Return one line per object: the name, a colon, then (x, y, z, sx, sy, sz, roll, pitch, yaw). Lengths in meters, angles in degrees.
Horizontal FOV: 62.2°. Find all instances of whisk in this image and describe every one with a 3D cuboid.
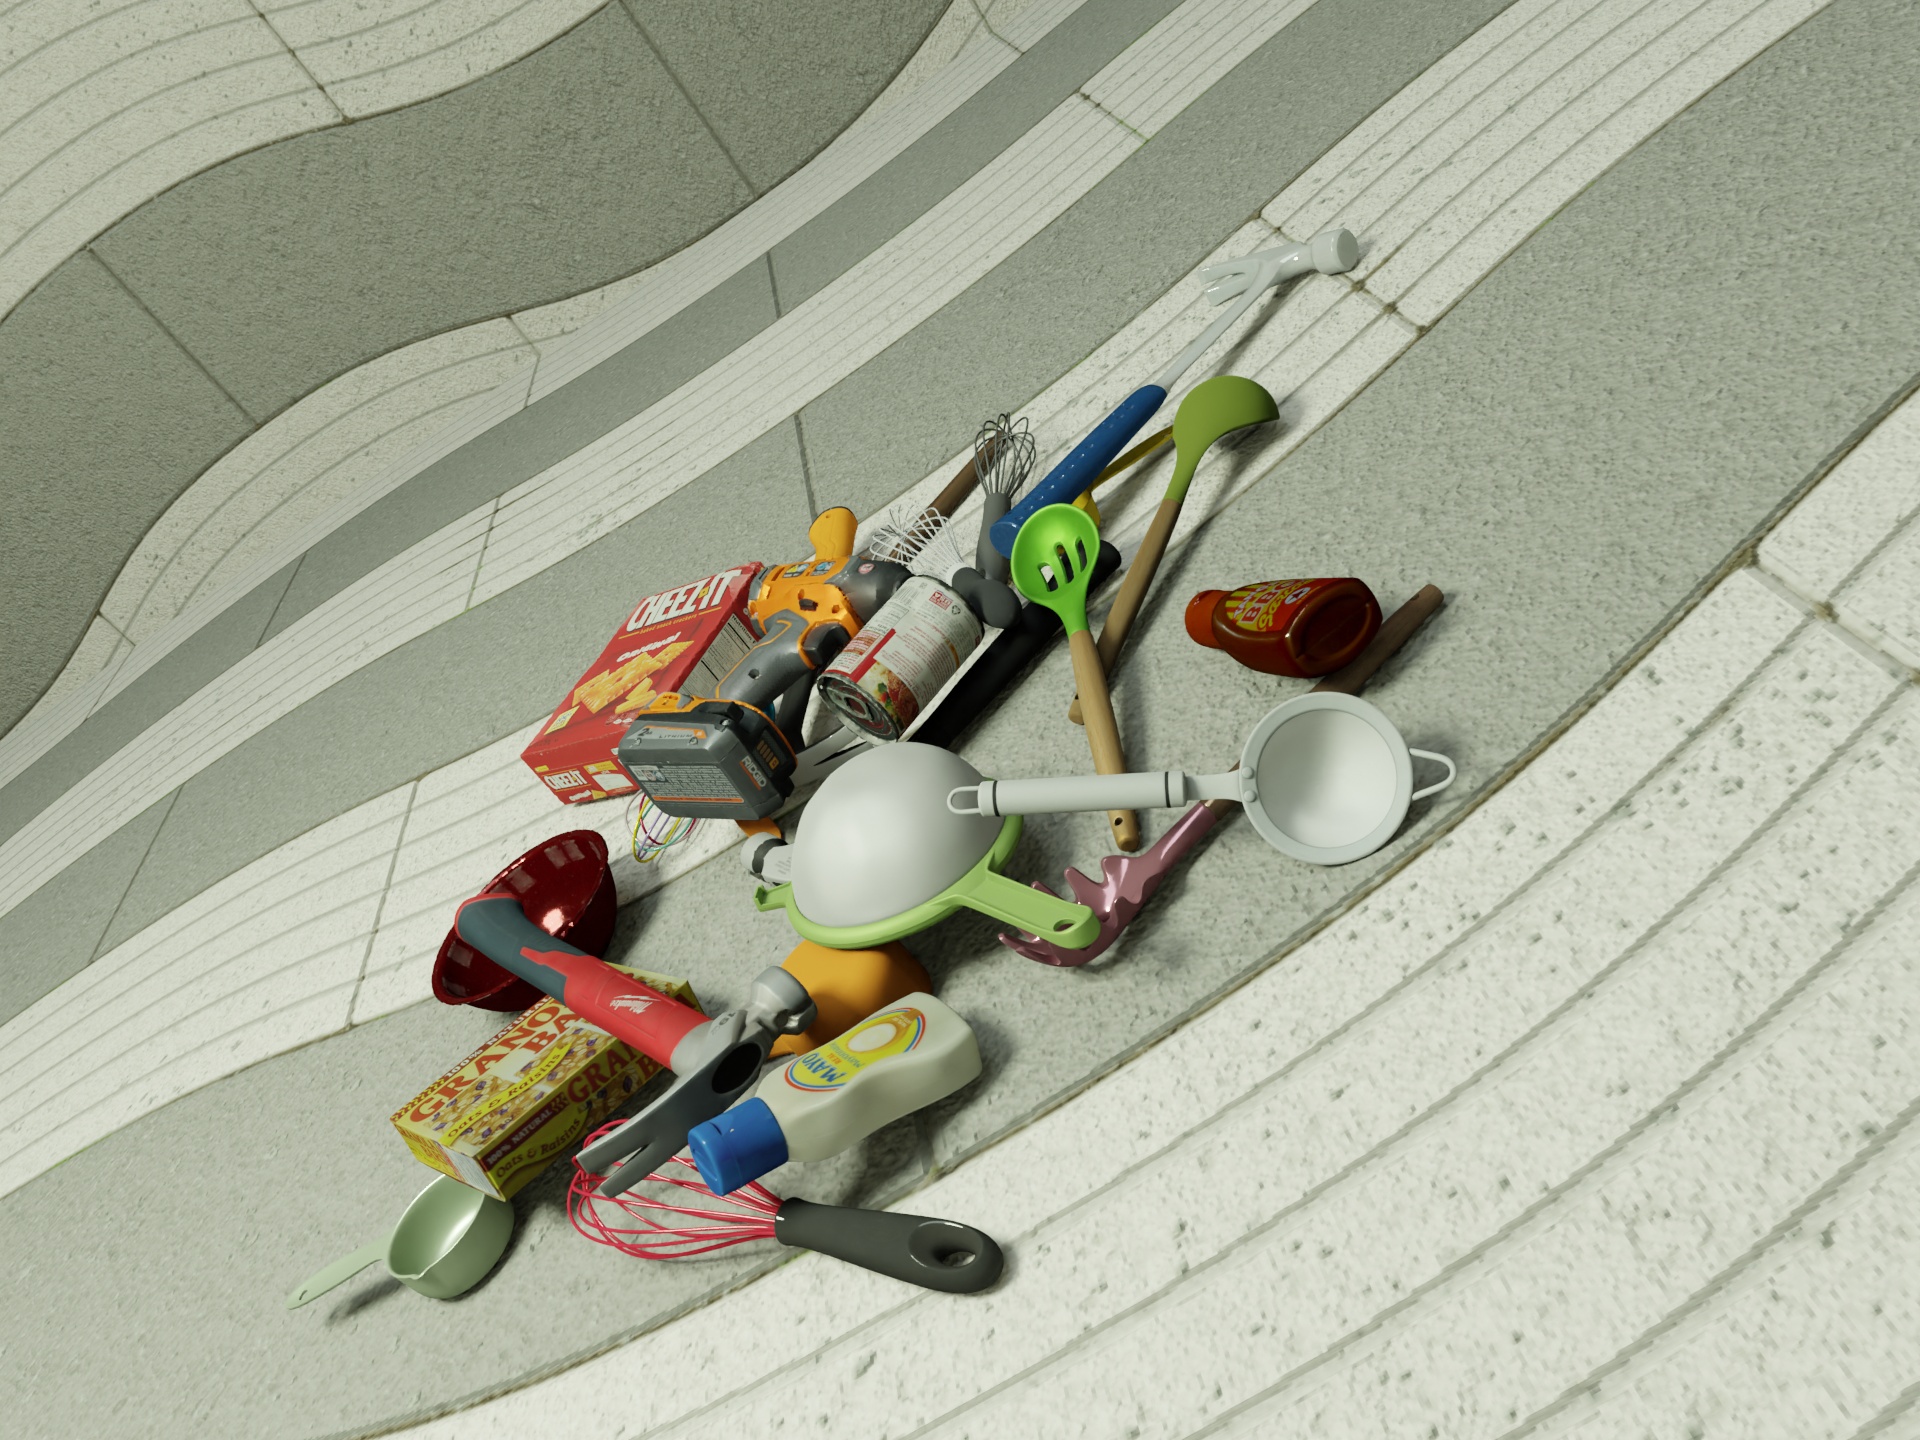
whisk: (-0.007, -0.113, 1.182, 0.070, 0.070, 0.285, -39, 25, -3)
whisk: (-0.197, 0.019, 1.256, 0.051, 0.047, 0.245, -13, 34, 35)
whisk: (0.033, -0.175, 1.281, 0.055, 0.055, 0.239, -23, 36, 24)
whisk: (-0.100, 0.250, 0.805, 0.296, 0.073, 0.073, -2, 44, 38)

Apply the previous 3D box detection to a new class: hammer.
hammer: (0.153, -0.259, 1.240, 0.144, 0.035, 0.405, 3, 43, 50)
hammer: (-0.112, -0.070, 1.268, 0.127, 0.034, 0.337, -20, 36, 21)
hammer: (-0.240, 0.170, 0.963, 0.143, 0.038, 0.386, -41, 27, -26)
hammer: (-0.002, -0.003, 1.080, 0.335, 0.035, 0.146, -48, 30, -18)

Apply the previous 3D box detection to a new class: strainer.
strainer: (-0.016, 0.066, 0.873, 0.151, 0.069, 0.256, -37, 26, -22)
strainer: (0.119, 0.034, 0.819, 0.258, 0.087, 0.050, -4, -5, 12)

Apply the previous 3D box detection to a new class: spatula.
spatula: (-0.056, -0.137, 1.348, 0.060, 0.018, 0.316, 9, 54, 52)

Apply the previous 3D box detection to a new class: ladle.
ladle: (0.143, -0.120, 1.094, 0.078, 0.062, 0.320, -4, 50, 43)

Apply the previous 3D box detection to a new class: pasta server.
pasta server: (0.150, 0.026, 0.865, 0.316, 0.040, 0.060, -42, 24, -11)

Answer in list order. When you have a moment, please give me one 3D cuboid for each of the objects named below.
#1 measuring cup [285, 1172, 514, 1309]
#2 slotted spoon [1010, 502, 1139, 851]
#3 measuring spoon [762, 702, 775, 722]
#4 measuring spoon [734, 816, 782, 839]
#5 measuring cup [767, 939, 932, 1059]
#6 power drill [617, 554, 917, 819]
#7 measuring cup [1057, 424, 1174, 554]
measuring cup: (-0.341, 0.332, 0.971, 0.167, 0.038, 0.083, -30, 30, 17)
slotted spoon: (0.078, -0.034, 1.005, 0.070, 0.031, 0.314, -33, 38, 21)
measuring spoon: (-0.179, 0.020, 1.230, 0.021, 0.042, 0.129, -19, 34, 34)
measuring spoon: (-0.155, 0.073, 1.168, 0.021, 0.011, 0.117, -35, 31, -15)
measuring cup: (-0.102, 0.168, 0.922, 0.173, 0.052, 0.095, -20, 33, 25)
power drill: (-0.122, -0.034, 1.131, 0.164, 0.084, 0.227, -1, 42, 40)
measuring cup: (0.116, -0.176, 1.215, 0.156, 0.029, 0.062, -37, 28, -17)
